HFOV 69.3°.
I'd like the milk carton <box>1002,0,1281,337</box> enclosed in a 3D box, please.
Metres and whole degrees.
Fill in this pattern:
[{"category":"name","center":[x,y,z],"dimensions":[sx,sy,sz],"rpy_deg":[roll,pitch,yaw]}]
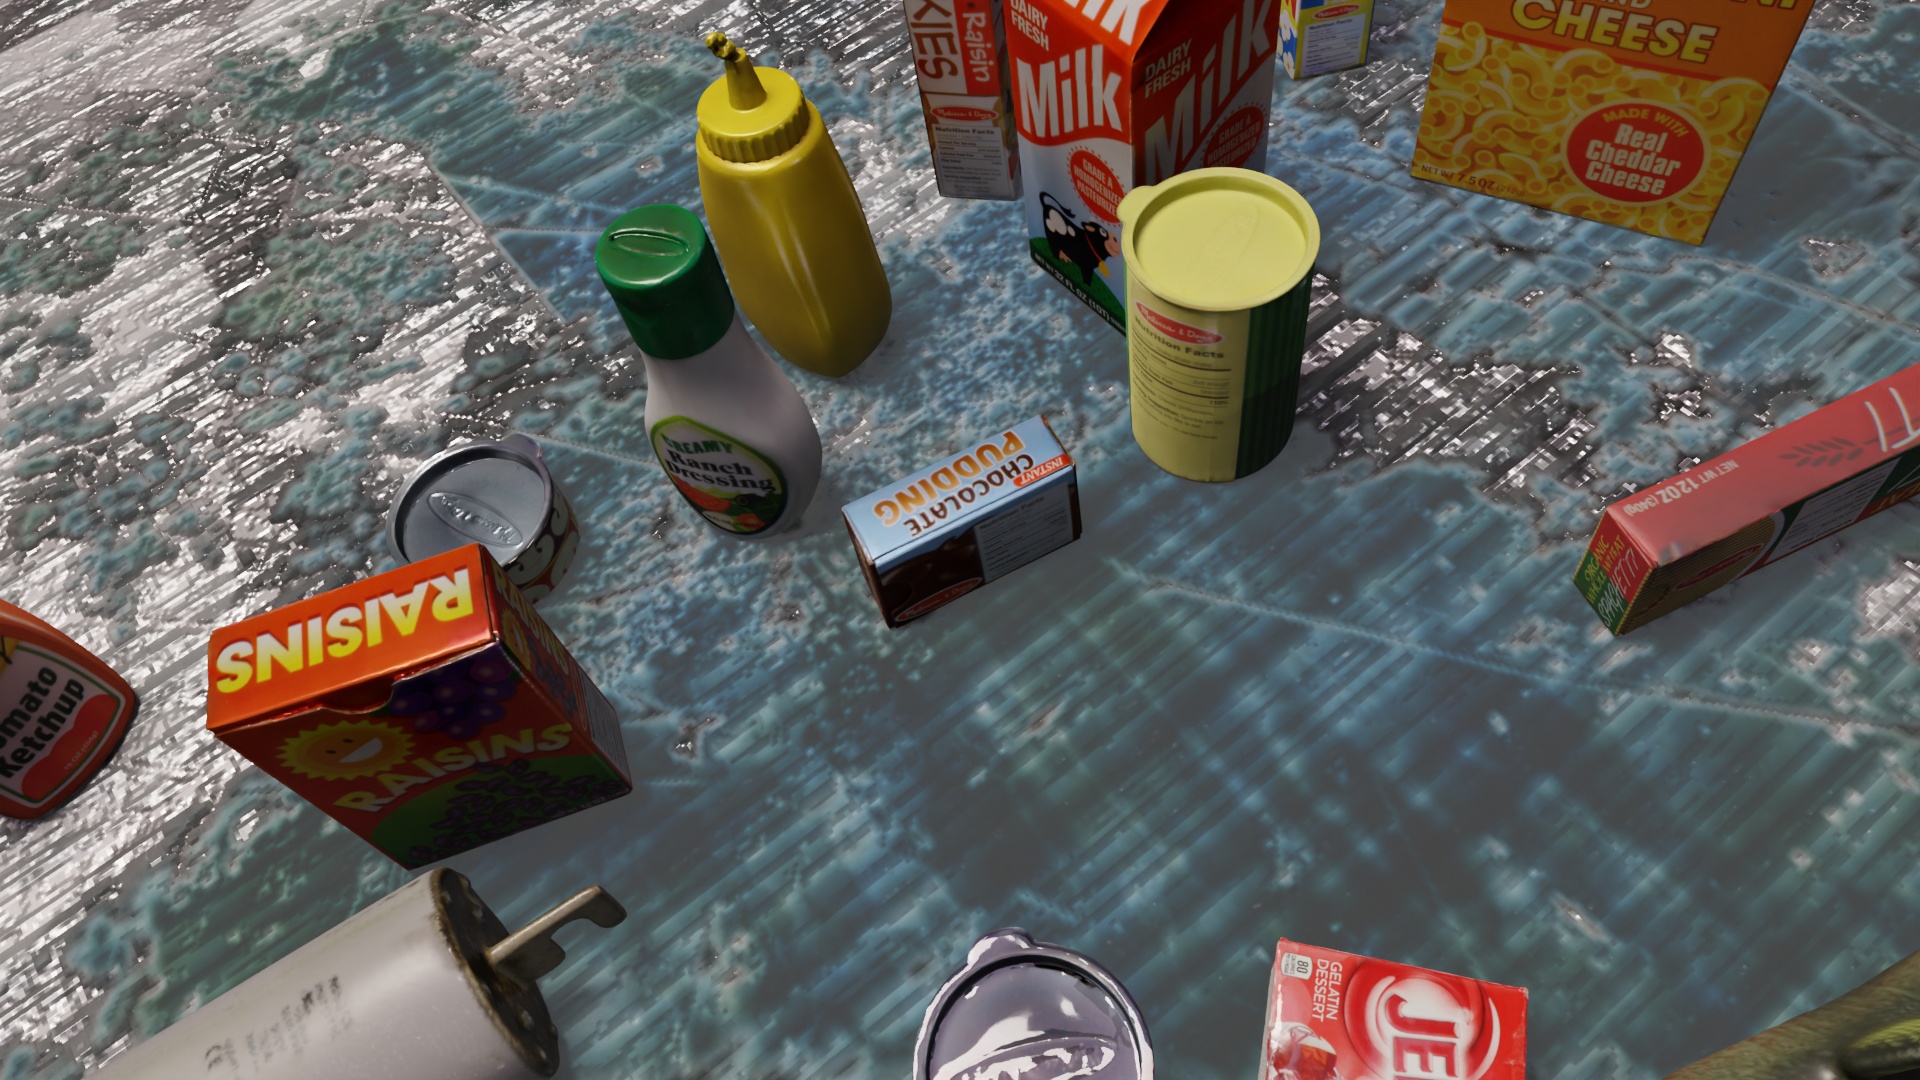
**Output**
[{"category":"milk carton","center":[0.068,-0.171,0.525],"dimensions":[0.073,0.189,0.072],"rpy_deg":[-36,60,-14]}]

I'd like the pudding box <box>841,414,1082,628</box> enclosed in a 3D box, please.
[{"category":"pudding box","center":[0.002,-0.006,0.513],"dimensions":[0.084,0.049,0.030],"rpy_deg":[-26,58,-9]}]

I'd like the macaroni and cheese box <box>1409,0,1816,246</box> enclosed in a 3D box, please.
[{"category":"macaroni and cheese box","center":[0.250,-0.197,0.530],"dimensions":[0.124,0.165,0.040],"rpy_deg":[20,63,19]}]

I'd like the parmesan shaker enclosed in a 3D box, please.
[{"category":"parmesan shaker","center":[0.092,-0.078,0.514],"dimensions":[0.071,0.102,0.071],"rpy_deg":[-4,58,6]}]

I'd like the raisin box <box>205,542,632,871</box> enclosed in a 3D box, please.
[{"category":"raisin box","center":[-0.170,0.059,0.452],"dimensions":[0.086,0.122,0.040],"rpy_deg":[-18,58,-3]}]

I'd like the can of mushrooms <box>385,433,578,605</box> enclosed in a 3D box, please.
[{"category":"can of mushrooms","center":[-0.186,-0.006,0.549],"dimensions":[0.071,0.033,0.071],"rpy_deg":[-4,58,6]}]

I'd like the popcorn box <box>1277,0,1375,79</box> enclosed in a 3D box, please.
[{"category":"popcorn box","center":[0.155,-0.292,0.652],"dimensions":[0.038,0.085,0.127],"rpy_deg":[-14,57,-1]}]

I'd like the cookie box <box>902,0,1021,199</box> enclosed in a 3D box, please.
[{"category":"cookie box","center":[0.010,-0.251,0.597],"dimensions":[0.040,0.166,0.123],"rpy_deg":[6,59,12]}]

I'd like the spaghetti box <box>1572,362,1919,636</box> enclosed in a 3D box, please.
[{"category":"spaghetti box","center":[0.333,-0.037,0.486],"dimensions":[0.250,0.050,0.029],"rpy_deg":[-24,58,-7]}]

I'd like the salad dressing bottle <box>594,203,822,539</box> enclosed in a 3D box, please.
[{"category":"salad dressing bottle","center":[-0.090,-0.056,0.500],"dimensions":[0.064,0.147,0.044],"rpy_deg":[12,61,15]}]

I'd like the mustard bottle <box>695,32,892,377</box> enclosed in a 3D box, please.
[{"category":"mustard bottle","center":[-0.068,-0.131,0.536],"dimensions":[0.065,0.159,0.049],"rpy_deg":[32,68,24]}]

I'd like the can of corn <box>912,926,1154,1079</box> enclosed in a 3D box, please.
[{"category":"can of corn","center":[0.022,0.155,0.403],"dimensions":[0.071,0.058,0.071],"rpy_deg":[-4,58,6]}]

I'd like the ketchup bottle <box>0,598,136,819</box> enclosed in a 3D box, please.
[{"category":"ketchup bottle","center":[-0.354,0.041,0.475],"dimensions":[0.043,0.148,0.065],"rpy_deg":[20,63,19]}]
